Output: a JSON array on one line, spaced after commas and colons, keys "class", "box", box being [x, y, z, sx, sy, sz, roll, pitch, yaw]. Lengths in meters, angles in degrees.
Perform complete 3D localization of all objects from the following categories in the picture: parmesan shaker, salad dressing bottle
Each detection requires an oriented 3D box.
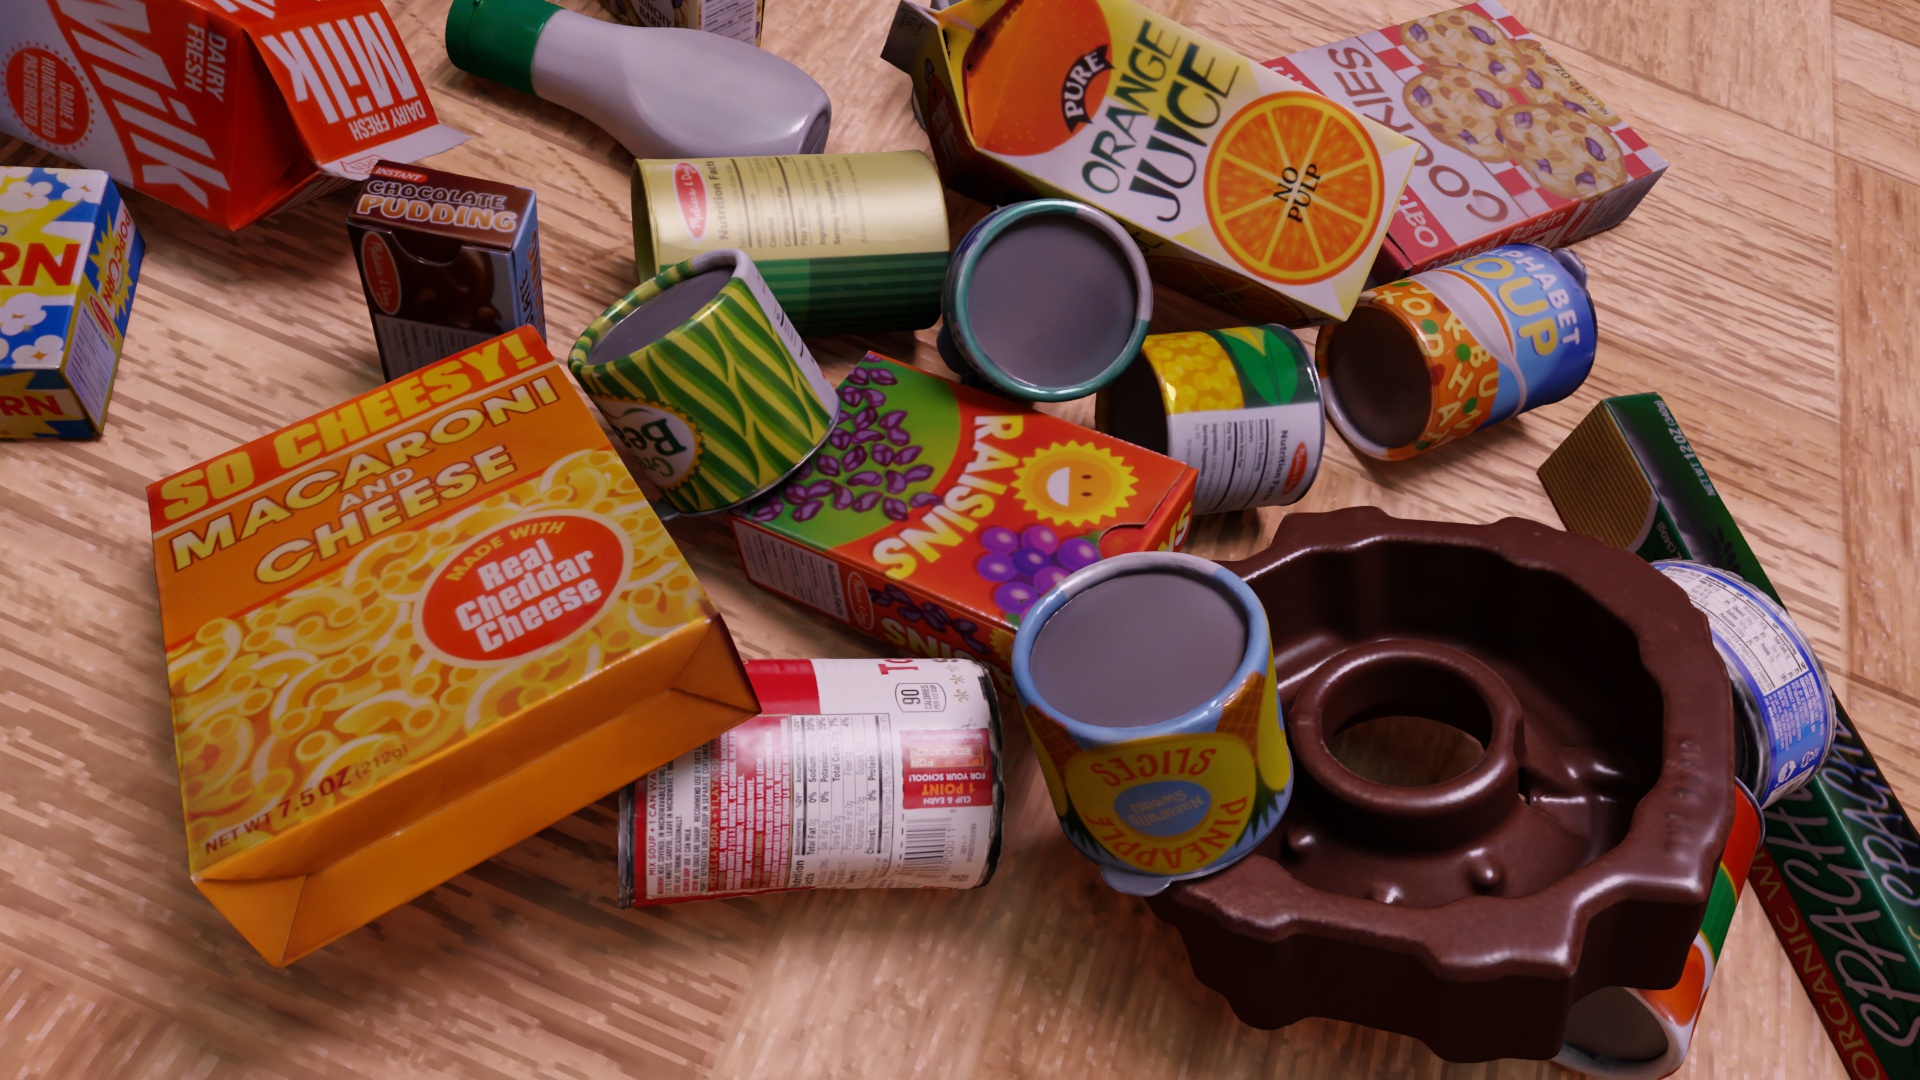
[{"class": "parmesan shaker", "box": [-0.061, -0.102, 0.499, 0.103, 0.071, 0.071, -7, 60, -18]}, {"class": "salad dressing bottle", "box": [-0.126, -0.179, 0.547, 0.148, 0.043, 0.064, 21, 62, 2]}]

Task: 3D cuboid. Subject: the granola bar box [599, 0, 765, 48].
[{"class": "granola bar box", "box": [-0.144, -0.285, 0.561, 0.039, 0.123, 0.166, -37, 72, -28]}]

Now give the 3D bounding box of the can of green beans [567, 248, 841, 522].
[{"class": "can of green beans", "box": [-0.080, -0.050, 0.439, 0.071, 0.057, 0.071, -22, 32, 15]}]

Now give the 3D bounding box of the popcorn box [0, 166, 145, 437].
[{"class": "popcorn box", "box": [-0.337, -0.076, 0.434, 0.127, 0.038, 0.085, -1, 58, -14]}]

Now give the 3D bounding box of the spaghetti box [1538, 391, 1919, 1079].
[{"class": "spaghetti box", "box": [0.275, 0.062, 0.480, 0.029, 0.050, 0.251, -6, 60, -14]}]

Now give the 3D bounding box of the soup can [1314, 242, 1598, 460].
[{"class": "soup can", "box": [0.191, -0.075, 0.535, 0.084, 0.071, 0.071, -20, 64, -23]}]

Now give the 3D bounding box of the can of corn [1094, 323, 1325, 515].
[{"class": "can of corn", "box": [0.086, -0.043, 0.495, 0.058, 0.070, 0.071, -7, 60, -17]}]

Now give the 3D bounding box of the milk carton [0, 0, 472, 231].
[{"class": "milk carton", "box": [-0.271, -0.167, 0.475, 0.191, 0.073, 0.073, 23, 31, 2]}]

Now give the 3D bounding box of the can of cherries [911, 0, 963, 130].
[{"class": "can of cherries", "box": [0.019, -0.205, 0.587, 0.071, 0.058, 0.072, 6, 57, -9]}]

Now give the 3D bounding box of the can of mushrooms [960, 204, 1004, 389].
[{"class": "can of mushrooms", "box": [0.021, -0.084, 0.508, 0.033, 0.070, 0.071, 9, 57, -8]}]

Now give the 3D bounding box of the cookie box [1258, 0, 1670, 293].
[{"class": "cookie box", "box": [0.215, -0.177, 0.625, 0.168, 0.040, 0.123, -23, 65, -25]}]

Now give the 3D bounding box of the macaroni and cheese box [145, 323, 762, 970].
[{"class": "macaroni and cheese box", "box": [-0.144, 0.014, 0.374, 0.124, 0.040, 0.167, -27, 42, -15]}]

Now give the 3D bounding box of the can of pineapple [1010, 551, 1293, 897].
[{"class": "can of pineapple", "box": [0.051, 0.046, 0.362, 0.071, 0.057, 0.071, -11, 40, 10]}]

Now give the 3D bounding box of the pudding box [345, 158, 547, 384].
[{"class": "pudding box", "box": [-0.162, -0.079, 0.449, 0.050, 0.083, 0.030, 10, 55, -6]}]

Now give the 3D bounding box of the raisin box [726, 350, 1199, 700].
[{"class": "raisin box", "box": [0.002, -0.006, 0.446, 0.123, 0.039, 0.086, 22, 54, 22]}]

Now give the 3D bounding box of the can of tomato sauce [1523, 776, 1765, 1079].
[{"class": "can of tomato sauce", "box": [0.195, 0.107, 0.421, 0.071, 0.070, 0.083, 35, 58, 10]}]

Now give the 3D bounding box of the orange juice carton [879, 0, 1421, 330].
[{"class": "orange juice carton", "box": [0.061, -0.149, 0.518, 0.193, 0.072, 0.073, 22, 90, -11]}]

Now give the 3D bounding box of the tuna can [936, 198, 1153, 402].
[{"class": "tuna can", "box": [0.026, -0.077, 0.457, 0.071, 0.033, 0.071, -1, 101, -8]}]
